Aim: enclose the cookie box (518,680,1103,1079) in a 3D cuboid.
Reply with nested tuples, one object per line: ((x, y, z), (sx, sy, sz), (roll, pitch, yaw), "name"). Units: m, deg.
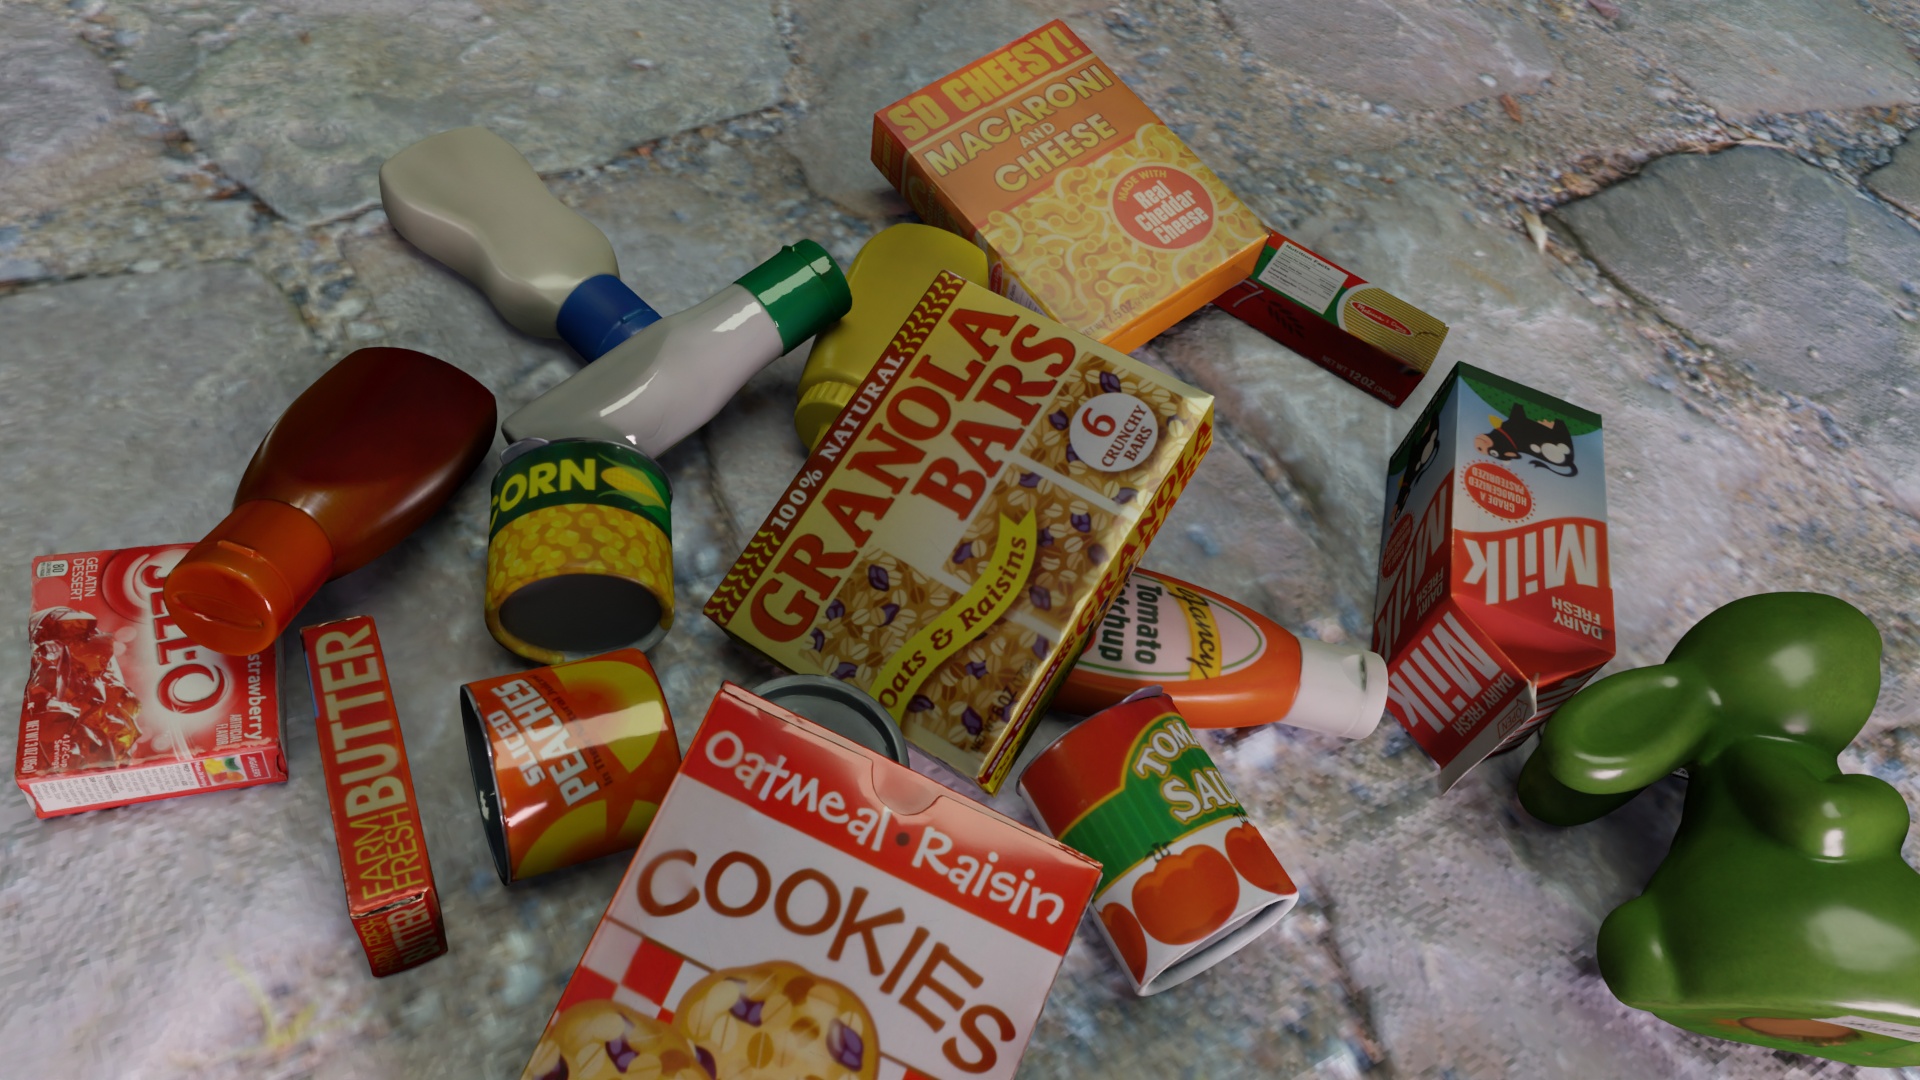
((-0.049, 0.142, 0.393), (0.123, 0.040, 0.168), (25, 77, 4), "cookie box")

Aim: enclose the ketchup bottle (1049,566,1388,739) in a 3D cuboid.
((0.094, 0.048, 0.557), (0.149, 0.043, 0.065), (13, 54, -7), "ketchup bottle")

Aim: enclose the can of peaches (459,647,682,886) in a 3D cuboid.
((-0.127, 0.072, 0.454), (0.058, 0.070, 0.071), (-11, 56, -26), "can of peaches")

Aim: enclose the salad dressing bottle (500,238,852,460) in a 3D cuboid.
((-0.111, -0.070, 0.563), (0.148, 0.044, 0.064), (-38, 29, -19), "salad dressing bottle")

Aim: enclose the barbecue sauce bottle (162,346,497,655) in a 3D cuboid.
((-0.220, -0.018, 0.489), (0.065, 0.043, 0.149), (19, 32, -5), "barbecue sauce bottle")

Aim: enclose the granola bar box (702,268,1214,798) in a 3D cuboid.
((0.002, -0.007, 0.523), (0.124, 0.039, 0.166), (29, 75, 19), "granola bar box")

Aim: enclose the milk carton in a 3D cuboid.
((0.230, 0.017, 0.603), (0.073, 0.072, 0.191), (21, 50, 0), "milk carton")

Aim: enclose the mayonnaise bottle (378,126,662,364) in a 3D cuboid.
((-0.188, -0.124, 0.614), (0.148, 0.041, 0.065), (41, 54, 16), "mayonnaise bottle")

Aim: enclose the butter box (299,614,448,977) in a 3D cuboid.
((-0.186, 0.080, 0.441), (0.024, 0.052, 0.104), (-13, 57, -23), "butter box")

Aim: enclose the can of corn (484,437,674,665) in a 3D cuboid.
((-0.139, 0.004, 0.505), (0.071, 0.070, 0.058), (1, 53, -16), "can of corn")

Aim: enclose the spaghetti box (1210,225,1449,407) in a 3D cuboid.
((0.138, -0.154, 0.742), (0.250, 0.028, 0.050), (32, 51, 10), "spaghetti box")

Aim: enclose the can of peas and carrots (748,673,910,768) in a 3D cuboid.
((-0.057, 0.089, 0.469), (0.071, 0.058, 0.071), (8, 51, -9), "can of peas and carrots")

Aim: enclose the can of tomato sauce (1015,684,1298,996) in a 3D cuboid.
((0.069, 0.104, 0.486), (0.071, 0.070, 0.083), (-17, 59, -27), "can of tomato sauce")

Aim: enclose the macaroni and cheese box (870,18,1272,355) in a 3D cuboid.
((0.052, -0.172, 0.697), (0.124, 0.040, 0.167), (-33, 72, -20), "macaroni and cheese box")

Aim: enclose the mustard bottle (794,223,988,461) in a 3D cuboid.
((-0.037, -0.079, 0.616), (0.065, 0.048, 0.161), (20, 50, 8), "mustard bottle")
